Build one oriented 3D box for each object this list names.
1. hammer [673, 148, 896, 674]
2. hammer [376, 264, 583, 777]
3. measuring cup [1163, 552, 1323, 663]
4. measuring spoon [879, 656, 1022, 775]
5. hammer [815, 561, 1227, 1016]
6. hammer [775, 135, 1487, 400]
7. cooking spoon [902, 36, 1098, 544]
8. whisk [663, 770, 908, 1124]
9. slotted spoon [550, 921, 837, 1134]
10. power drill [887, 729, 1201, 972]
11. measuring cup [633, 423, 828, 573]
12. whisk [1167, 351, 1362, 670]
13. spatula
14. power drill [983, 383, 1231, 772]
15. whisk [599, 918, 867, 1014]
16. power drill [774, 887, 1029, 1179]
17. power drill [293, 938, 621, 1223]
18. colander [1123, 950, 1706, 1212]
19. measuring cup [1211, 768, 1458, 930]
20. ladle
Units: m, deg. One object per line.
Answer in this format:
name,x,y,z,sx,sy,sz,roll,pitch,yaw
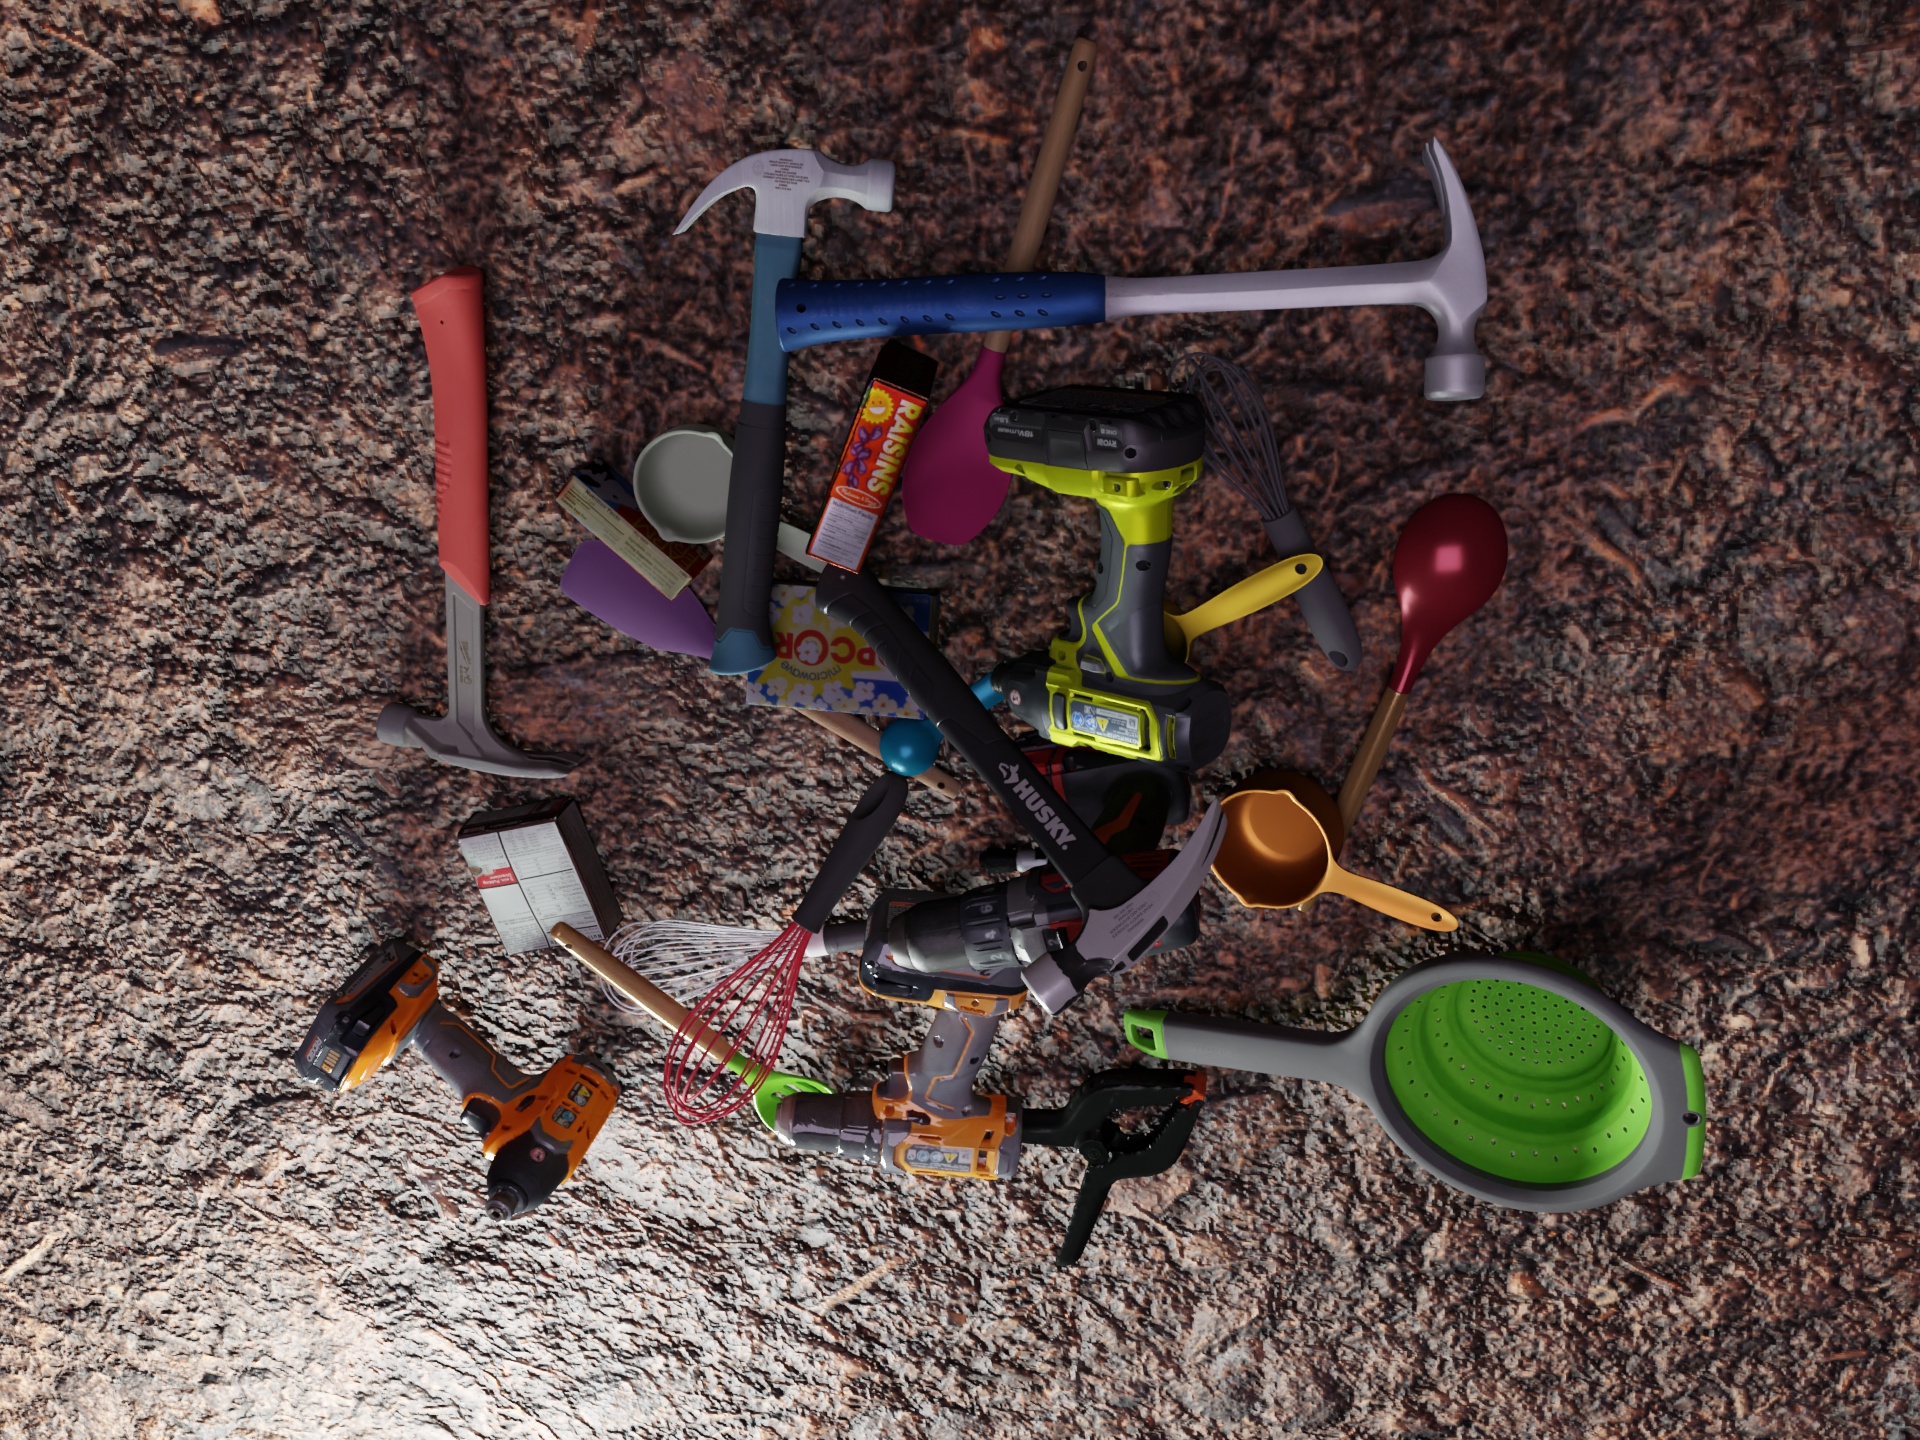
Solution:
hammer,-0.123,-0.186,0.997,0.128,0.033,0.331,7,109,-4
hammer,-0.333,-0.127,1.095,0.149,0.037,0.358,11,117,5
measuring cup,0.164,-0.073,1.022,0.156,0.029,0.062,-26,103,29
measuring spoon,-0.002,-0.003,1.091,0.128,0.021,0.042,-35,101,13
hammer,0.015,0.007,0.951,0.146,0.335,0.035,-39,149,-2
hammer,0.095,-0.251,0.920,0.405,0.035,0.144,-1,96,6
cooking spoon,0.029,-0.254,0.979,0.068,0.017,0.318,14,117,-7
whisk,-0.121,0.163,1.137,0.073,0.073,0.296,32,92,-6
slotted spoon,-0.193,0.237,1.197,0.070,0.031,0.313,-28,128,21
power drill,0.060,0.084,1.016,0.188,0.227,0.080,-11,113,15
measuring cup,-0.134,-0.138,1.055,0.167,0.038,0.083,27,114,-8
whisk,0.196,-0.127,0.995,0.055,0.055,0.238,-24,113,20
spatula,-0.135,-0.032,1.114,0.316,0.018,0.059,32,108,-5
power drill,0.082,-0.089,0.990,0.171,0.080,0.223,15,119,39
whisk,-0.138,0.171,1.193,0.284,0.070,0.070,-10,113,10
power drill,-0.039,0.235,1.154,0.185,0.084,0.226,5,118,-1
power drill,-0.391,0.284,1.231,0.226,0.164,0.084,34,117,-4
colander,0.313,0.223,1.126,0.397,0.094,0.204,2,117,29
measuring cup,0.251,0.092,1.062,0.174,0.052,0.095,22,121,17
ladle,0.279,0.000,1.051,0.069,0.031,0.315,18,119,4
